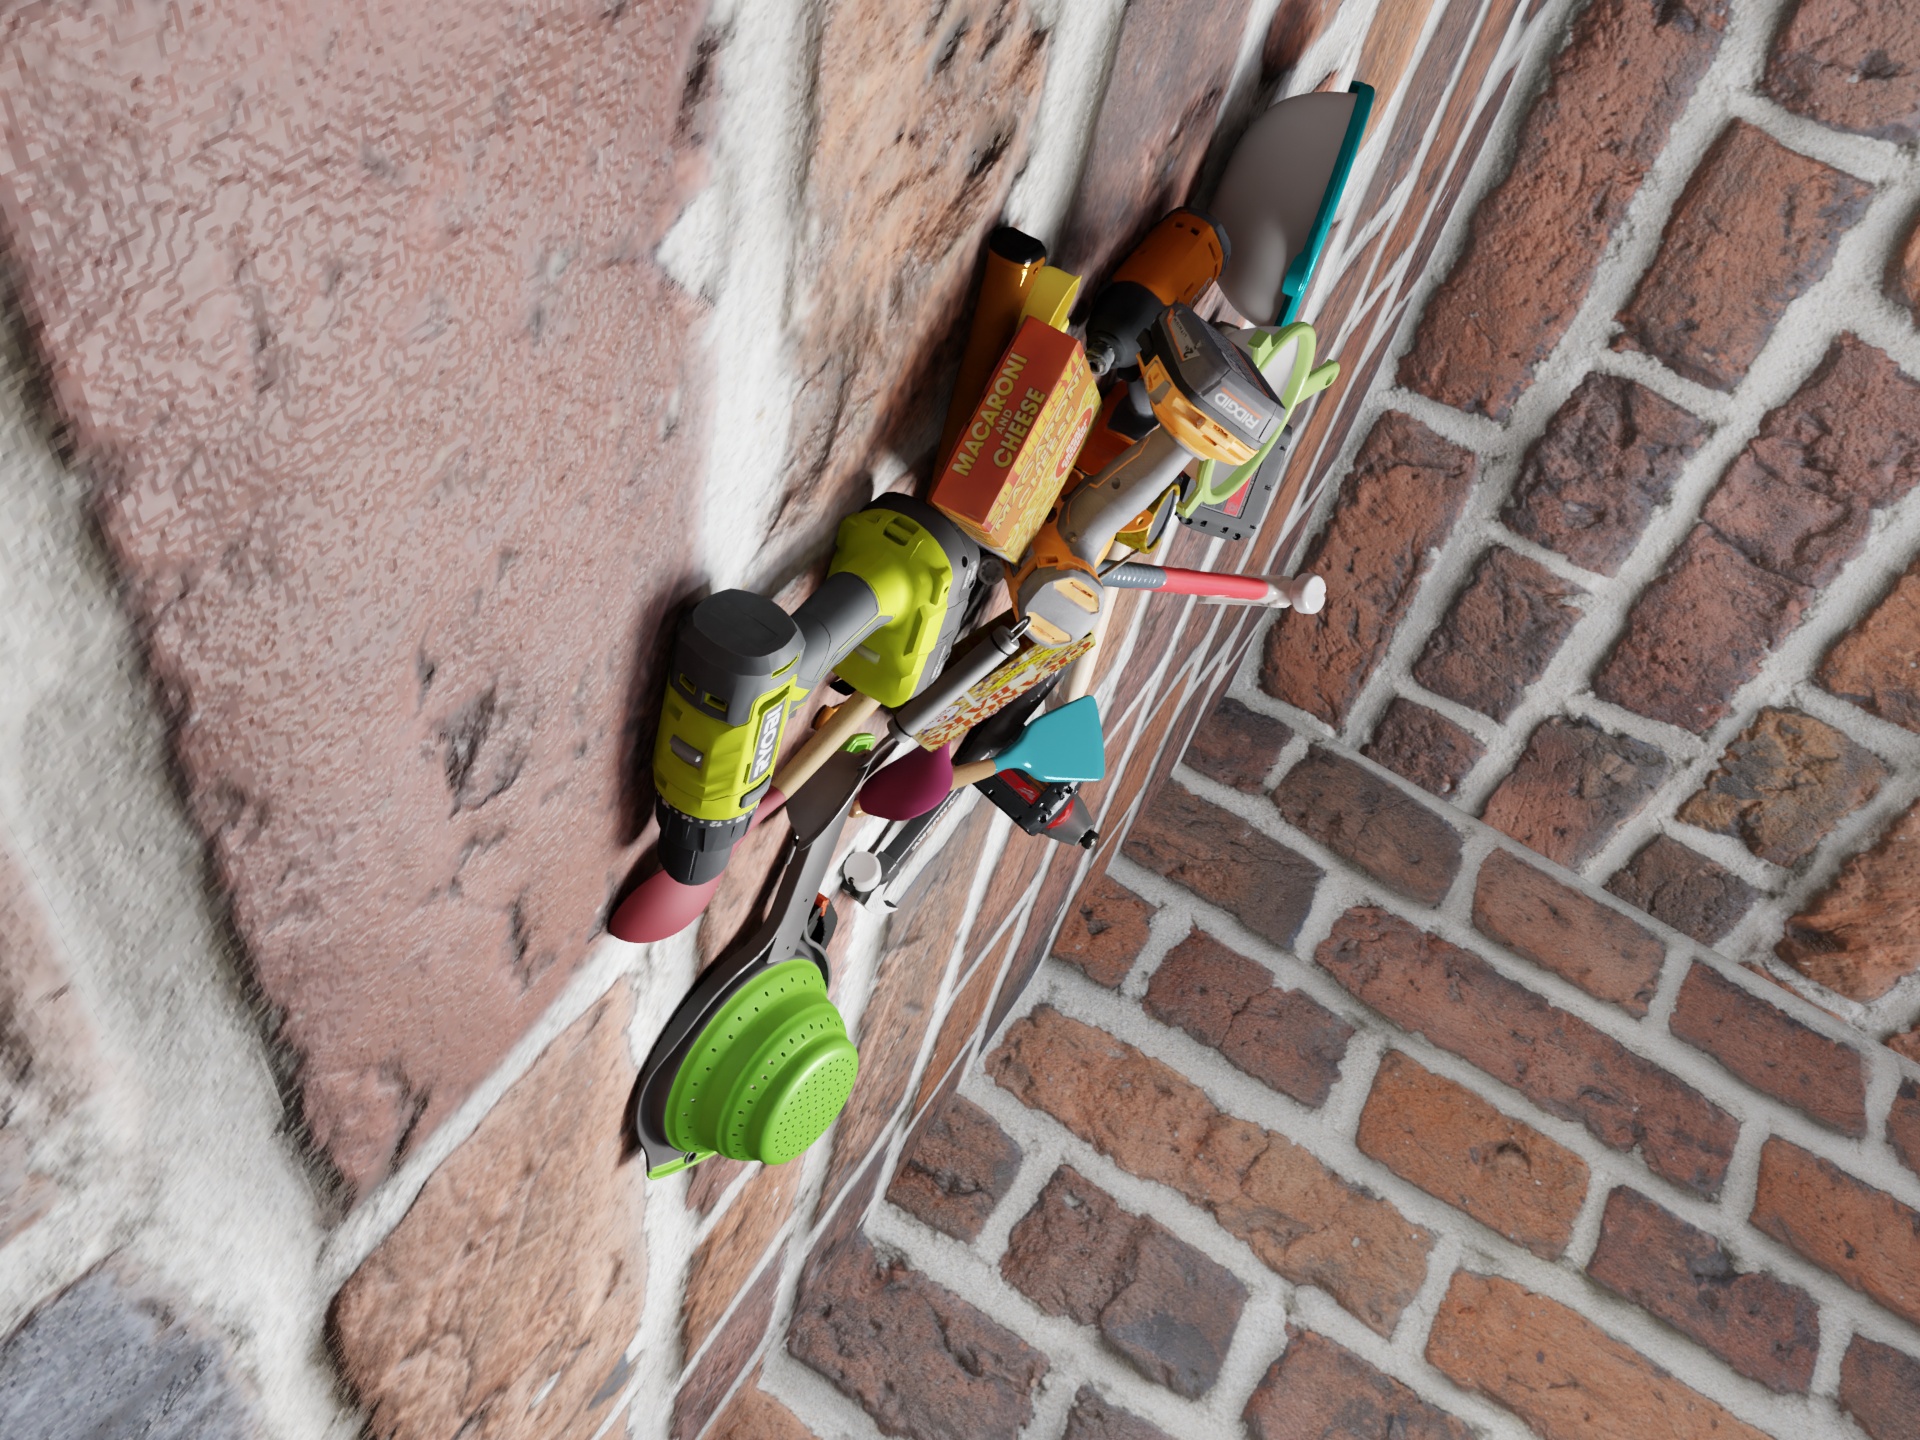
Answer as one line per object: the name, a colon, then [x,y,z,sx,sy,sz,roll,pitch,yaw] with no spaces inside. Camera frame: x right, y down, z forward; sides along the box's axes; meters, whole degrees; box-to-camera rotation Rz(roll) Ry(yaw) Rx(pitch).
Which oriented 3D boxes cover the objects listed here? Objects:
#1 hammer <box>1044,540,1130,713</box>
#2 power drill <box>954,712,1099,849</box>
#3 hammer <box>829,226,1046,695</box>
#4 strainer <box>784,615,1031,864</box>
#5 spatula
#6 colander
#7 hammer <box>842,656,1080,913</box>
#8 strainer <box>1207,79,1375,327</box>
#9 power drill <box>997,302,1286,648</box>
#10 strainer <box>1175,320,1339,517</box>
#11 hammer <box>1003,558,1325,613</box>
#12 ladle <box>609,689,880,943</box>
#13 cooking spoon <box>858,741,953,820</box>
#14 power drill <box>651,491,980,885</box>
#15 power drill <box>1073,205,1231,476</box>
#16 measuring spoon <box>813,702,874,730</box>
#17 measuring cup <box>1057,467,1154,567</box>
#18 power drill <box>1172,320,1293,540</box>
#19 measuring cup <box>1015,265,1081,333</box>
hammer: [0.149,-0.165,1.557,0.146,0.038,0.410,-94,-164,-56]
power drill: [0.077,0.071,1.634,0.078,0.143,0.219,-48,165,-1]
hammer: [-0.009,-0.155,1.018,0.127,0.034,0.336,-49,164,-45]
strainer: [-0.048,0.008,1.082,0.258,0.050,0.087,-40,-161,21]
spatula: [0.018,0.044,1.396,0.317,0.044,0.082,-16,101,-49]
colander: [-0.117,0.201,1.207,0.204,0.095,0.397,-8,124,-58]
hammer: [0.009,0.044,1.484,0.335,0.035,0.146,-50,165,-16]
strainer: [0.236,-0.387,1.226,0.340,0.095,0.211,-61,170,-59]
power drill: [0.108,-0.178,1.115,0.226,0.084,0.186,-48,-153,23]
strainer: [0.228,-0.263,1.247,0.256,0.069,0.151,-34,152,-52]
hammer: [0.166,-0.129,1.439,0.386,0.143,0.038,1,96,-45]
ladle: [-0.099,0.028,1.007,0.315,0.031,0.069,-47,162,-23]
cooking spoon: [-0.002,-0.004,1.374,0.319,0.069,0.017,-53,149,-51]
power drill: [-0.091,-0.019,0.914,0.228,0.080,0.190,-43,159,-46]
power drill: [0.135,-0.264,1.238,0.164,0.084,0.226,-52,161,-29]
measuring spoon: [-0.078,-0.004,1.146,0.021,0.011,0.117,-62,168,12]
measuring cup: [0.103,-0.142,1.207,0.052,0.174,0.095,33,79,-33]
power drill: [0.241,-0.275,1.503,0.227,0.080,0.188,-102,-151,-70]
measuring cup: [0.054,-0.266,1.057,0.062,0.029,0.156,-61,179,8]
